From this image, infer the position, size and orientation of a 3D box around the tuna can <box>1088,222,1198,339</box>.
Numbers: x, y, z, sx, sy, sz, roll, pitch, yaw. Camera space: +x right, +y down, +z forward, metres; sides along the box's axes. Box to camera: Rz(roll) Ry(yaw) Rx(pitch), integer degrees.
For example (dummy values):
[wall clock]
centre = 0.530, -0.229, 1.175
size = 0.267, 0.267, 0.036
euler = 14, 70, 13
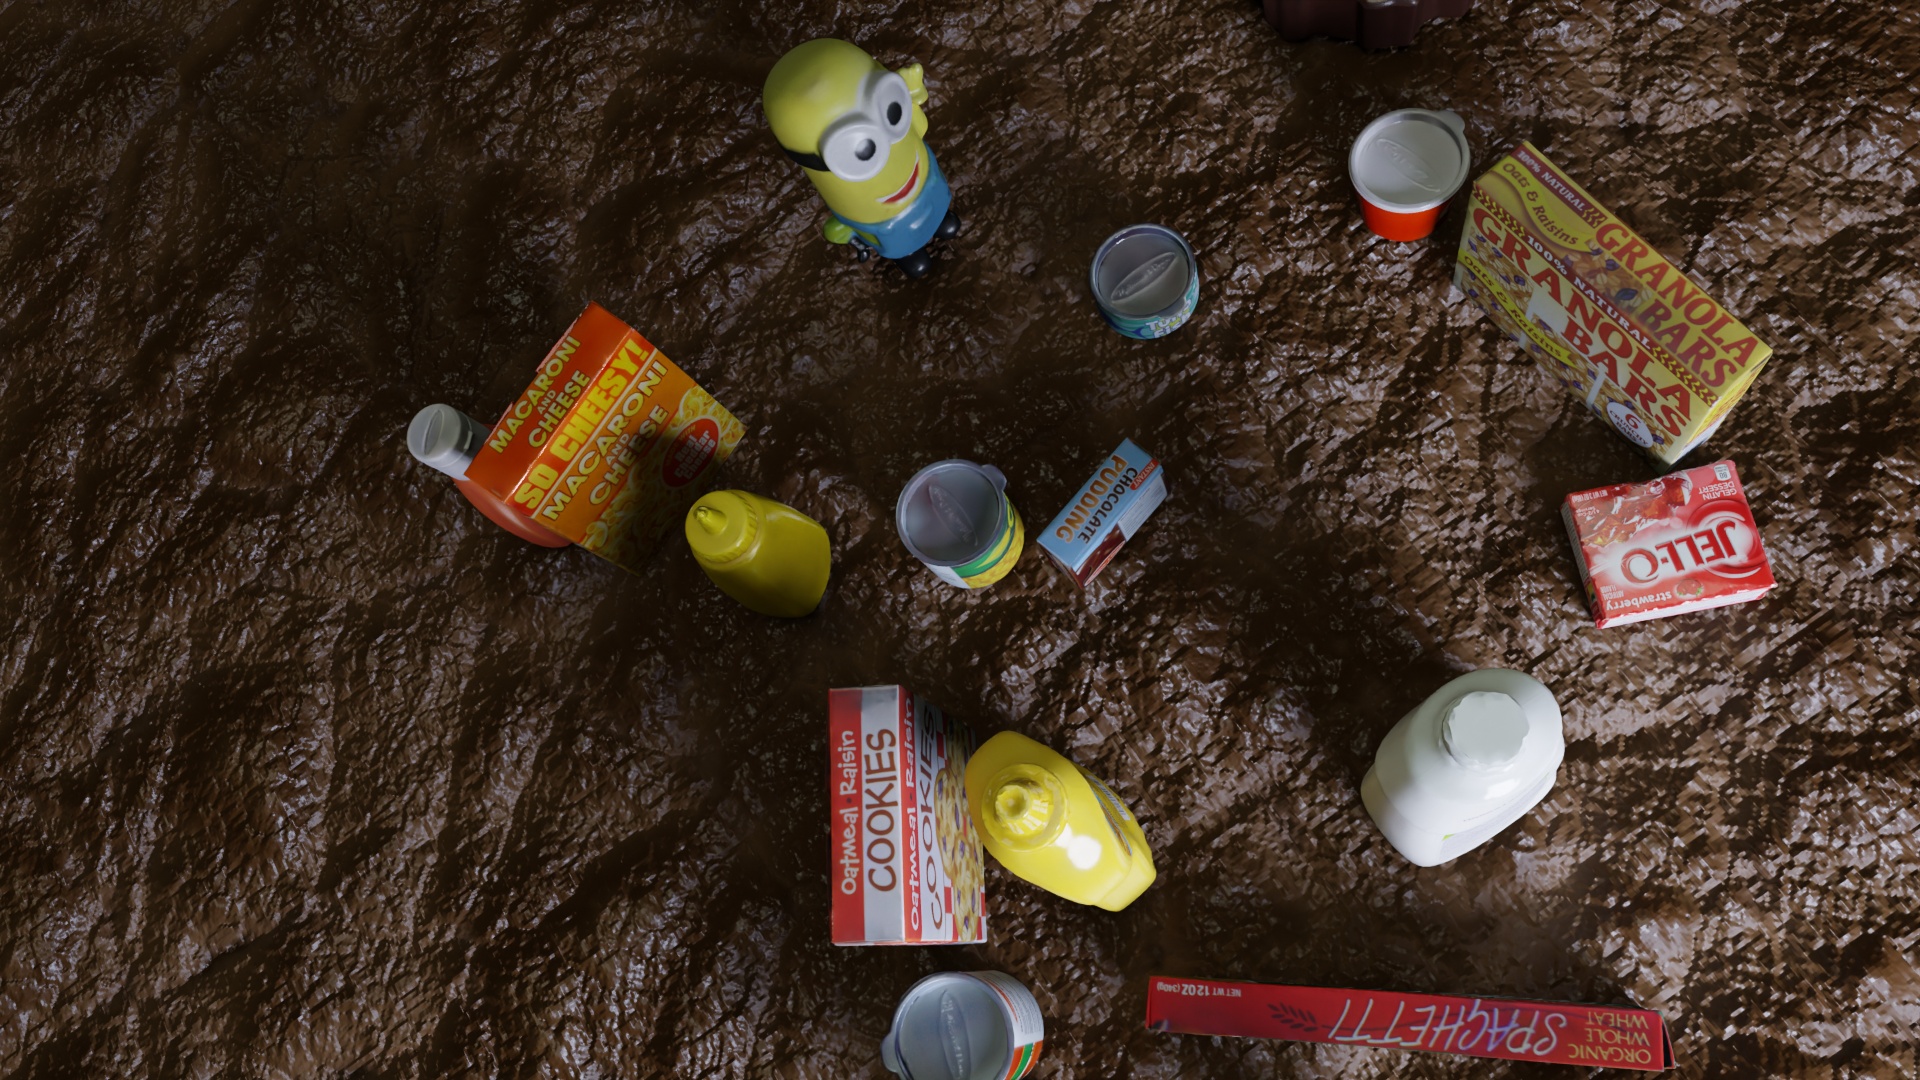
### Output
[tuna can]
centre = 0.117, -0.159, 0.867
size = 0.071, 0.032, 0.071
euler = -4, 73, 13

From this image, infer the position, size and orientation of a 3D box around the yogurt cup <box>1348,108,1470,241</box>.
[yogurt cup]
centre = 0.268, -0.216, 0.833
size = 0.072, 0.054, 0.072
euler = -4, 73, 13

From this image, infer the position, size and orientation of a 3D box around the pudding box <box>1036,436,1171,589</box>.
[pudding box]
centre = 0.086, -0.015, 0.822
size = 0.030, 0.049, 0.084
euler = 40, 87, 21

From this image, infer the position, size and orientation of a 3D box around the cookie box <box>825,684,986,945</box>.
[cookie box]
centre = -0.027, 0.151, 0.738
size = 0.040, 0.167, 0.123
euler = -7, 73, 13

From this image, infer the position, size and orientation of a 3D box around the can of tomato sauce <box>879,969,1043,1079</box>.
[can of tomato sauce]
centre = 0.003, 0.265, 0.741
size = 0.071, 0.083, 0.071
euler = -4, 73, 14

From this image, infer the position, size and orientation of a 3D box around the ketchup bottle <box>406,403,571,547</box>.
[ketchup bottle]
centre = -0.287, -0.043, 0.874
size = 0.043, 0.148, 0.065
euler = 7, 76, 17

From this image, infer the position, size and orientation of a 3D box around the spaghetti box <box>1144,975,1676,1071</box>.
[spaghetti box]
centre = 0.222, 0.244, 0.708
size = 0.250, 0.050, 0.029
euler = -1, 74, 14

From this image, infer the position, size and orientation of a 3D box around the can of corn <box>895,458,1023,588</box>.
[can of corn]
centre = 0.003, -0.011, 0.838
size = 0.071, 0.058, 0.071
euler = -4, 73, 13

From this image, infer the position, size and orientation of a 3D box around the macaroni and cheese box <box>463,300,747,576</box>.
[macaroni and cheese box]
centre = -0.211, -0.056, 0.849
size = 0.040, 0.166, 0.124
euler = 32, 84, 21

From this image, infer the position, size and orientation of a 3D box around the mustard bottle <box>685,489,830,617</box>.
[mustard bottle]
centre = -0.122, 0.002, 0.812
size = 0.049, 0.160, 0.065
euler = 9, 77, 17

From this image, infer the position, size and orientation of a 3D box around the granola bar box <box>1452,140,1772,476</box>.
[granola bar box]
centre = 0.343, -0.123, 0.748
size = 0.039, 0.124, 0.166
euler = -39, 68, 1
